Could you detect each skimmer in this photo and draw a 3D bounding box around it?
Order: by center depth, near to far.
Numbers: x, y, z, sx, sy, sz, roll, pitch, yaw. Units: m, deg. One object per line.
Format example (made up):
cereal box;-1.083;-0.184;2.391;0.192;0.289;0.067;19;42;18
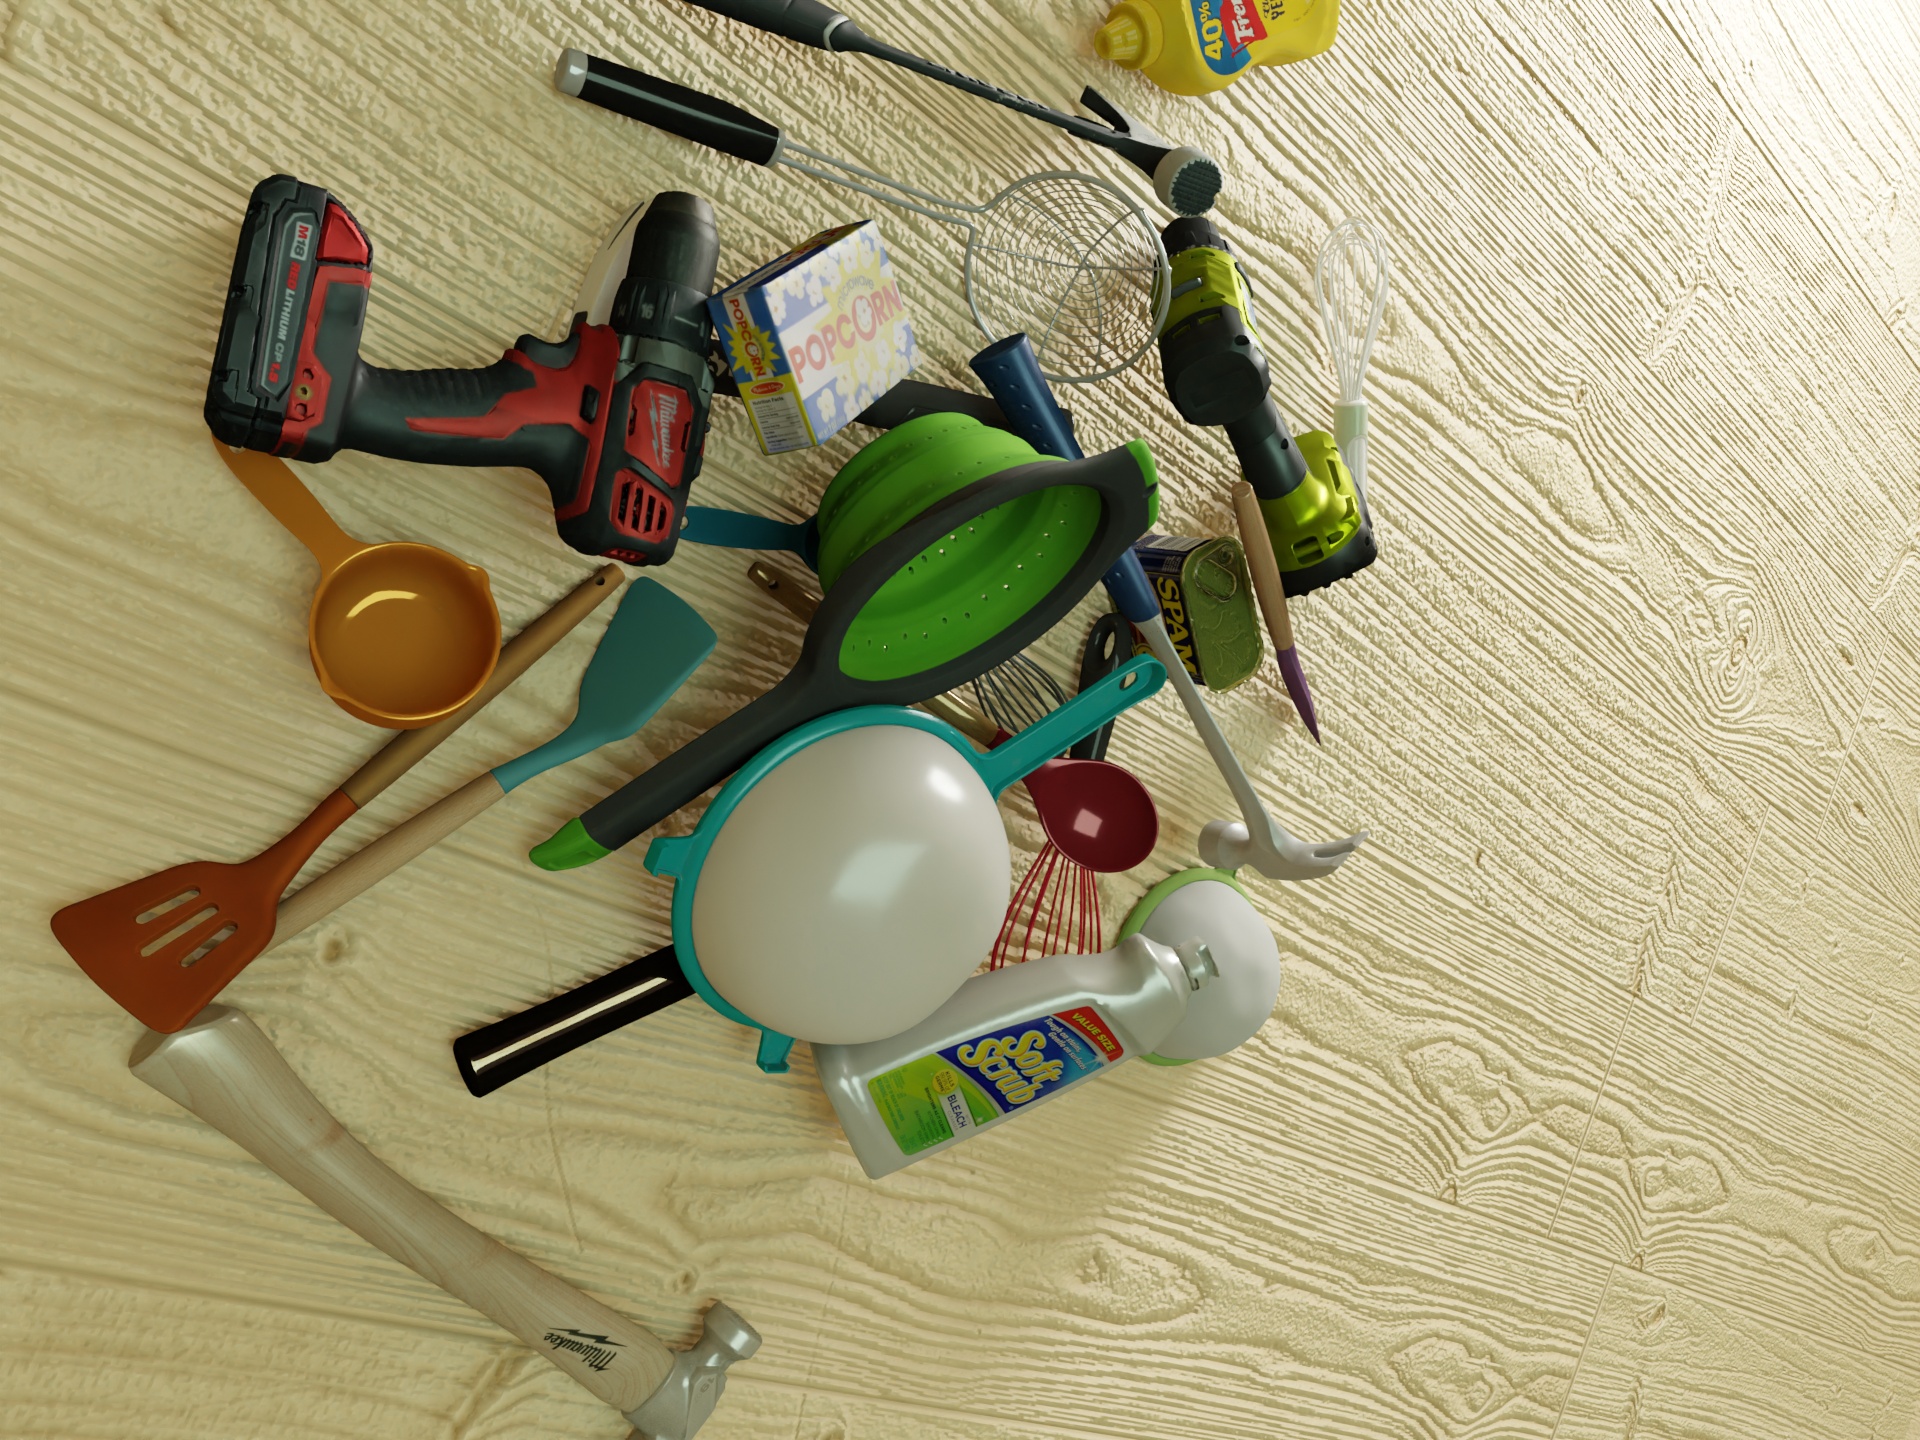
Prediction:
skimmer;-0.045;-0.284;0.887;0.363;0.090;0.127;9;135;-33

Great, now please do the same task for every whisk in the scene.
whisk;0.000;-0.057;0.994;0.055;0.055;0.238;-49;118;-19
whisk;0.074;0.072;1.062;0.073;0.073;0.296;15;84;-37
whisk;0.287;-0.241;1.166;0.058;0.059;0.246;-13;111;-21

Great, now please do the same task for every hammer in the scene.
hammer;-0.280;0.296;0.859;0.146;0.038;0.410;-50;122;-17
hammer;-0.051;-0.370;0.865;0.408;0.149;0.036;10;120;-28
hammer;-0.067;-0.195;0.923;0.334;0.035;0.146;3;97;-37
hammer;-0.135;0.136;0.937;0.331;0.031;0.130;-23;111;-31
hammer;0.125;-0.058;1.000;0.035;0.144;0.405;-41;113;-24

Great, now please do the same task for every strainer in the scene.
strainer;0.005;0.071;0.905;0.340;0.095;0.210;-33;130;-16
strainer;0.143;0.204;1.127;0.256;0.069;0.151;-23;111;-33

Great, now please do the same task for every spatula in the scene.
spatula;-0.288;0.020;0.795;0.081;0.041;0.323;41;66;7
spatula;-0.265;0.039;0.815;0.317;0.082;0.044;-36;140;-20
spatula;0.213;-0.068;1.074;0.018;0.060;0.315;-27;148;5

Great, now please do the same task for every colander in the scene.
colander;-0.080;-0.057;0.877;0.397;0.095;0.204;-33;160;0

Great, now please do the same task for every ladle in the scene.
ladle;-0.002;-0.003;0.976;0.315;0.031;0.069;35;95;-22

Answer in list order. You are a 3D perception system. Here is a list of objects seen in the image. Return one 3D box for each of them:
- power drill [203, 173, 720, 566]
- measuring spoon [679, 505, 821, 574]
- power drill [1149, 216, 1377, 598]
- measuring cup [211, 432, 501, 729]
power drill;-0.224;-0.186;0.759;0.226;0.080;0.188;12;86;-28
measuring spoon;-0.116;-0.108;0.919;0.128;0.021;0.042;5;96;-27
power drill;0.191;-0.210;1.048;0.228;0.080;0.191;52;25;-37
measuring cup;-0.300;-0.070;0.774;0.095;0.052;0.173;-44;96;-24
